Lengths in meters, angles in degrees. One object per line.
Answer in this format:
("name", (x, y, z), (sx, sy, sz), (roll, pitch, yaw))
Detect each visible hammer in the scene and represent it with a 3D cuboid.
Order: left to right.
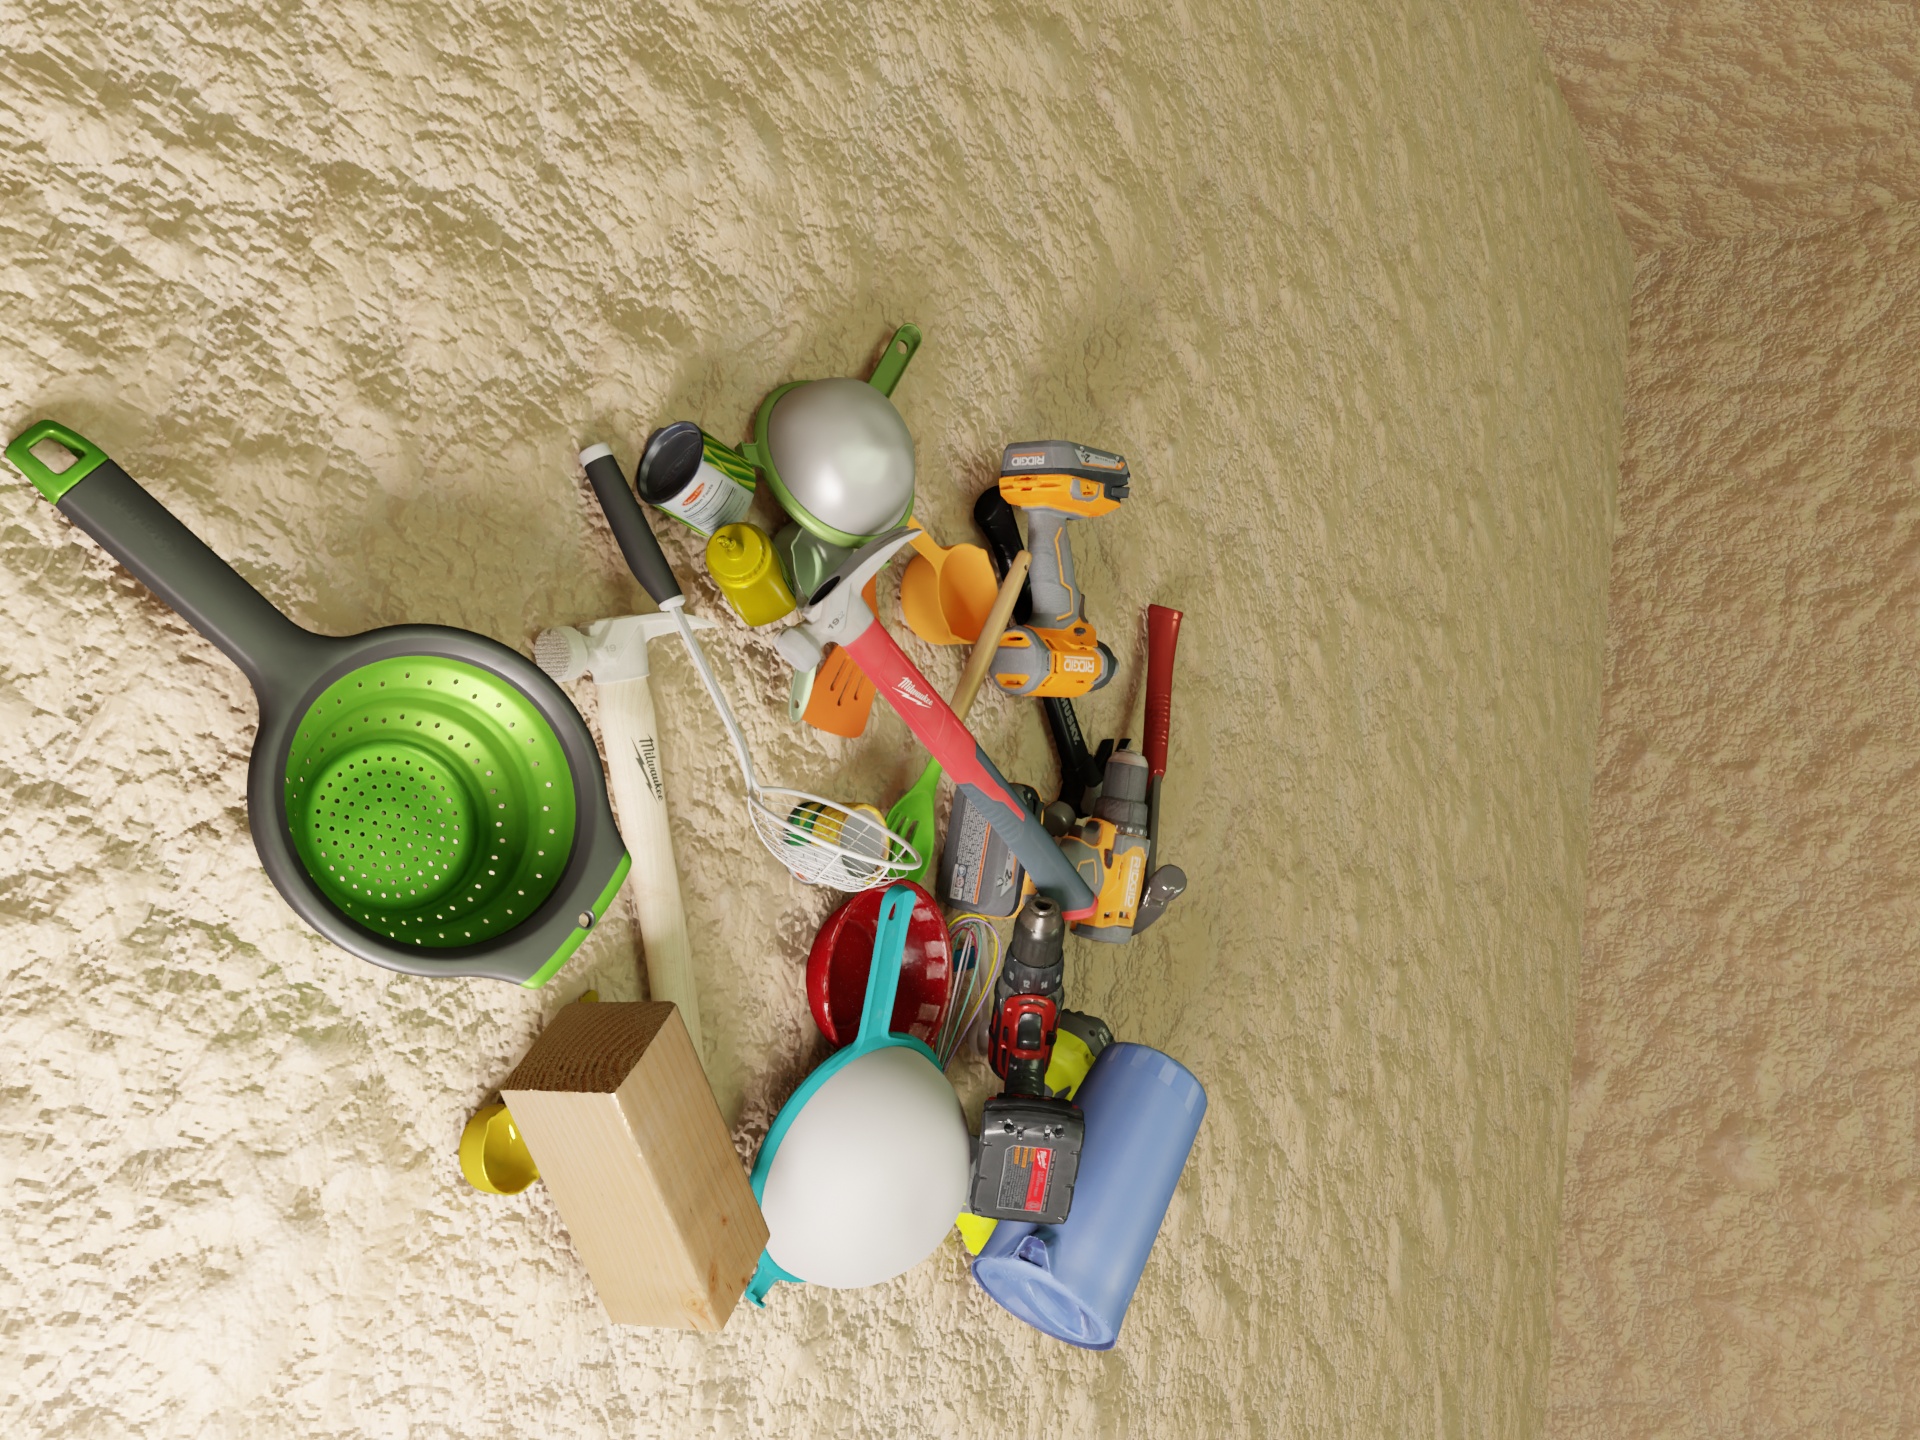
("hammer", (-0.209, 0.128, 1.137), (0.146, 0.038, 0.410), (-16, 101, -53))
("hammer", (0.013, 0.021, 1.300), (0.143, 0.038, 0.386), (-46, 120, -13))
("hammer", (0.081, -0.066, 1.531), (0.146, 0.035, 0.334), (-41, 119, -45))
("hammer", (0.196, 0.040, 1.640), (0.036, 0.149, 0.359), (15, 61, -13))

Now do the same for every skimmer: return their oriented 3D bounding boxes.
("skimmer", (-0.147, -0.040, 1.105), (0.363, 0.090, 0.127), (63, 9, -1))

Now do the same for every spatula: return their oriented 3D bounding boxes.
("spatula", (-0.083, -0.148, 1.330), (0.081, 0.041, 0.323), (22, 67, -51))

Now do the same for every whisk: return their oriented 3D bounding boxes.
("whisk", (-0.020, 0.284, 1.358), (0.047, 0.051, 0.245), (21, 82, -38))

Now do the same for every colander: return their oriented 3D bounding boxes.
("colander", (-0.371, -0.003, 0.903), (0.396, 0.094, 0.205), (46, 51, -18))

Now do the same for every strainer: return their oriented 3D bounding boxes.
("strainer", (-0.067, -0.254, 1.285), (0.151, 0.069, 0.256), (38, 50, -19))
("strainer", (-0.047, 0.295, 1.206), (0.211, 0.095, 0.340), (-9, 115, -47))

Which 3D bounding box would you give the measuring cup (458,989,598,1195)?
("measuring cup", (-0.282, 0.241, 1.051), (0.062, 0.029, 0.157), (64, 31, -34))

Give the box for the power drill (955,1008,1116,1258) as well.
("power drill", (0.071, 0.391, 1.462), (0.223, 0.080, 0.171), (-50, 126, -37))

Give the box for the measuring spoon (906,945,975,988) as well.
("measuring spoon", (-0.015, 0.213, 1.408), (0.128, 0.021, 0.042), (3, 93, -62))

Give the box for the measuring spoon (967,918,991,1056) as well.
("measuring spoon", (0.014, 0.241, 1.436), (0.034, 0.018, 0.124), (-3, 92, -61))

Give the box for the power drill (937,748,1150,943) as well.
("power drill", (0.093, 0.105, 1.466), (0.226, 0.084, 0.185), (15, 84, -44))

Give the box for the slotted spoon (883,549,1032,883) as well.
("slotted spoon", (-0.002, -0.004, 1.370), (0.070, 0.031, 0.314), (33, 77, -48))

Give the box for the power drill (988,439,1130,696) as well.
("power drill", (0.100, -0.134, 1.468), (0.164, 0.084, 0.226), (2, 91, -52))

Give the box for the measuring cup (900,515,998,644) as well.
("measuring cup", (-0.035, -0.133, 1.368), (0.173, 0.052, 0.095), (45, 54, -39))

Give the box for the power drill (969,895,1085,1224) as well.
("power drill", (0.057, 0.275, 1.309), (0.227, 0.080, 0.187), (-86, -178, -58))

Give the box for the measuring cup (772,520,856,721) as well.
("measuring cup", (-0.127, -0.080, 1.256), (0.083, 0.038, 0.168), (24, 71, -50))
